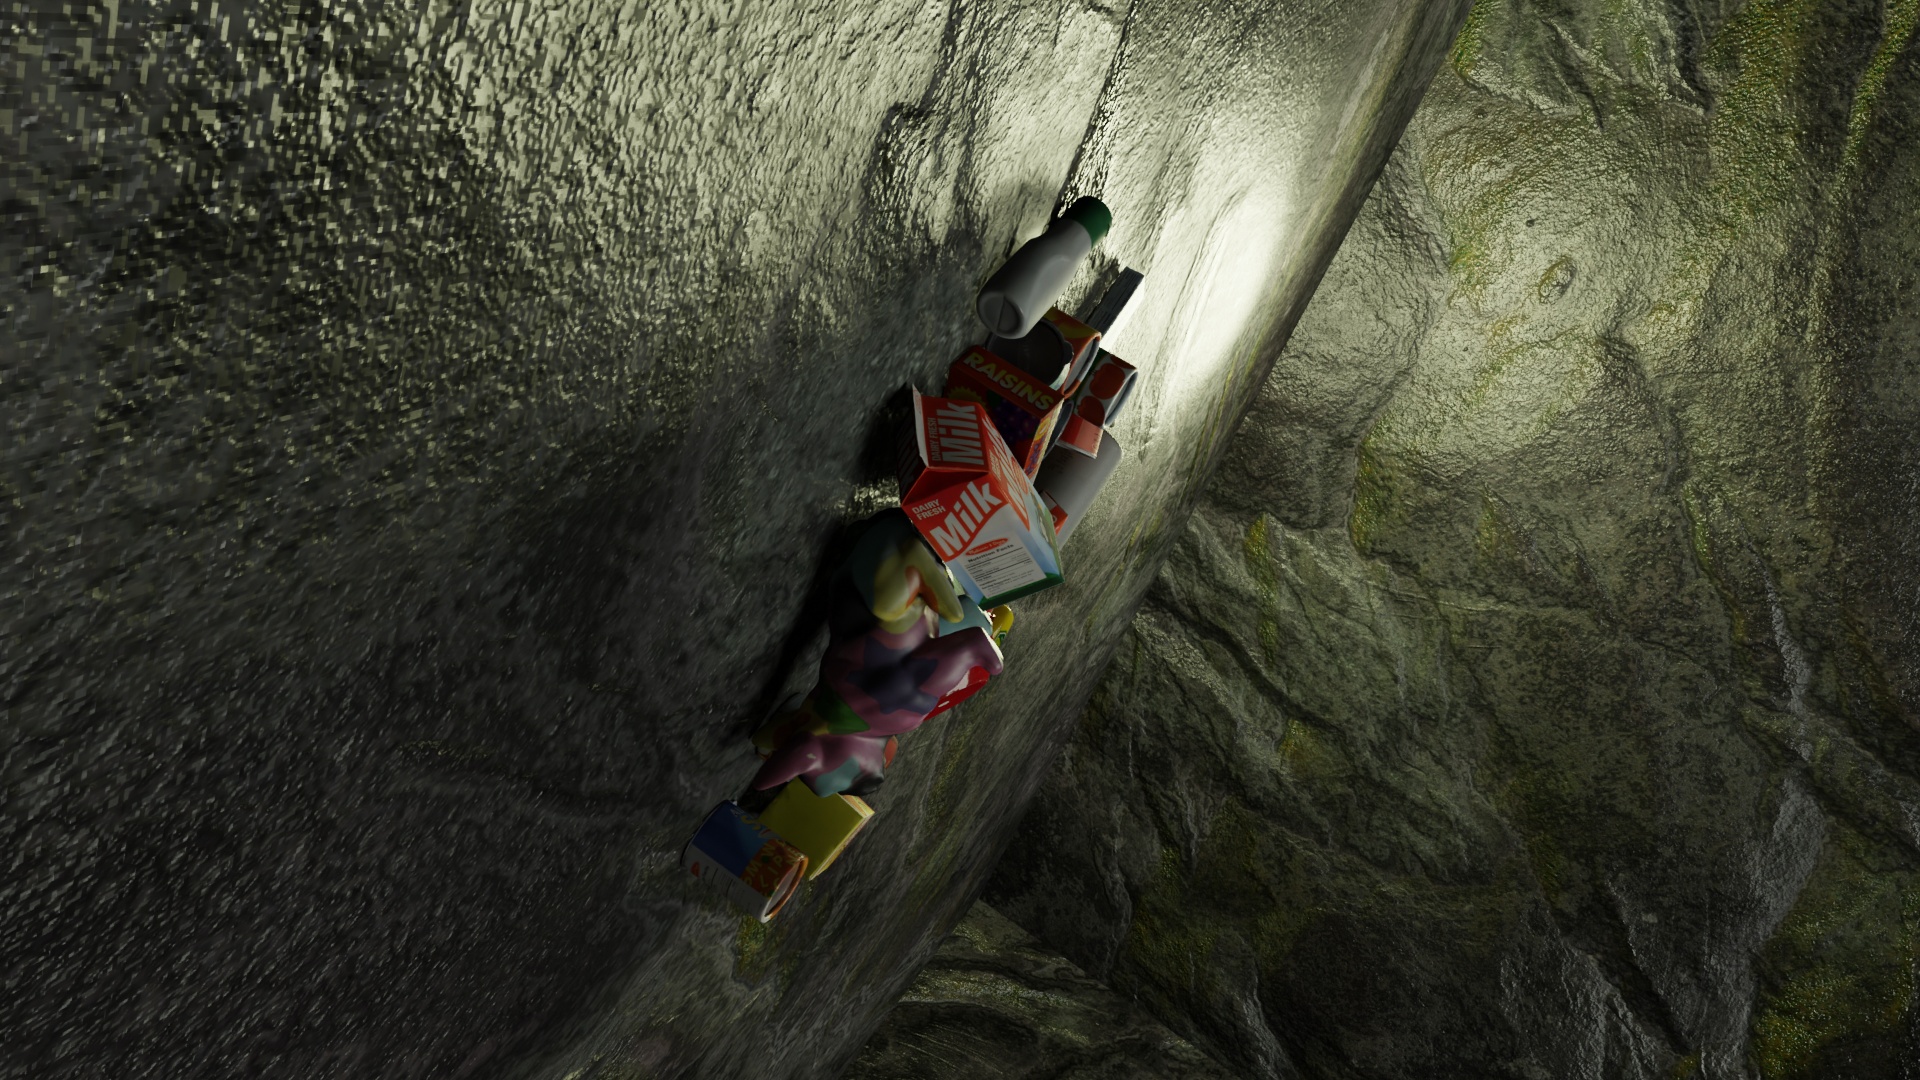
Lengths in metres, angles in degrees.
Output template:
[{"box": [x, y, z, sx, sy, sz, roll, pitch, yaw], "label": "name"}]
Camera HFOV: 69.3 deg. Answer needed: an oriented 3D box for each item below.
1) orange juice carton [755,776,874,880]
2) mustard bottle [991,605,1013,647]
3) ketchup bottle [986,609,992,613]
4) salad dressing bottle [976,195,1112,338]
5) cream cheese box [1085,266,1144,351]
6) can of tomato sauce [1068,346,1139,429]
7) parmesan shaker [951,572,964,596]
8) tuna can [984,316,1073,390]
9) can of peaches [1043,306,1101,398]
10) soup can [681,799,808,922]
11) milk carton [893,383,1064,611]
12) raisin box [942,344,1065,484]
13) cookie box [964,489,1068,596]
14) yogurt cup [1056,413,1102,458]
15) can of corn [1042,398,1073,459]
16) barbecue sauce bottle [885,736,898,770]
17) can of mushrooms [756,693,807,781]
[{"box": [-0.131, 0.256, 1.284, 0.073, 0.072, 0.192, -48, 174, -7], "label": "orange juice carton"}, {"box": [0.002, 0.141, 1.617, 0.161, 0.049, 0.065, -54, 165, -17], "label": "mustard bottle"}, {"box": [-0.002, 0.103, 1.530, 0.065, 0.043, 0.148, -36, 155, -54], "label": "ketchup bottle"}, {"box": [0.067, -0.212, 1.062, 0.148, 0.044, 0.064, -50, 163, -36], "label": "salad dressing bottle"}, {"box": [0.147, -0.218, 1.385, 0.104, 0.024, 0.053, -56, 166, -11], "label": "cream cheese box"}, {"box": [0.112, -0.149, 1.281, 0.071, 0.083, 0.071, -54, 166, -19], "label": "can of tomato sauce"}, {"box": [-0.032, 0.044, 1.213, 0.071, 0.071, 0.103, -57, 167, -5], "label": "parmesan shaker"}, {"box": [0.056, -0.146, 1.109, 0.071, 0.071, 0.033, -59, 169, 1], "label": "tuna can"}, {"box": [0.079, -0.161, 1.185, 0.071, 0.058, 0.071, -54, 167, -18], "label": "can of peaches"}, {"box": [-0.177, 0.265, 1.156, 0.071, 0.084, 0.071, -54, 166, -19], "label": "soup can"}, {"box": [0.007, -0.033, 1.036, 0.190, 0.073, 0.073, 53, 22, -47], "label": "milk carton"}, {"box": [0.025, -0.083, 1.100, 0.040, 0.086, 0.122, -45, 162, -39], "label": "raisin box"}, {"box": [0.023, 0.032, 1.353, 0.168, 0.040, 0.122, -40, 171, -18], "label": "cookie box"}, {"box": [0.116, -0.120, 1.412, 0.054, 0.072, 0.072, -67, 166, 3], "label": "yogurt cup"}, {"box": [0.057, -0.108, 1.226, 0.071, 0.058, 0.071, -54, 167, -19], "label": "can of corn"}, {"box": [-0.104, 0.184, 1.286, 0.065, 0.044, 0.148, -51, 155, -10], "label": "barbecue sauce bottle"}, {"box": [-0.141, 0.166, 1.176, 0.071, 0.033, 0.070, -54, 167, -19], "label": "can of mushrooms"}]
